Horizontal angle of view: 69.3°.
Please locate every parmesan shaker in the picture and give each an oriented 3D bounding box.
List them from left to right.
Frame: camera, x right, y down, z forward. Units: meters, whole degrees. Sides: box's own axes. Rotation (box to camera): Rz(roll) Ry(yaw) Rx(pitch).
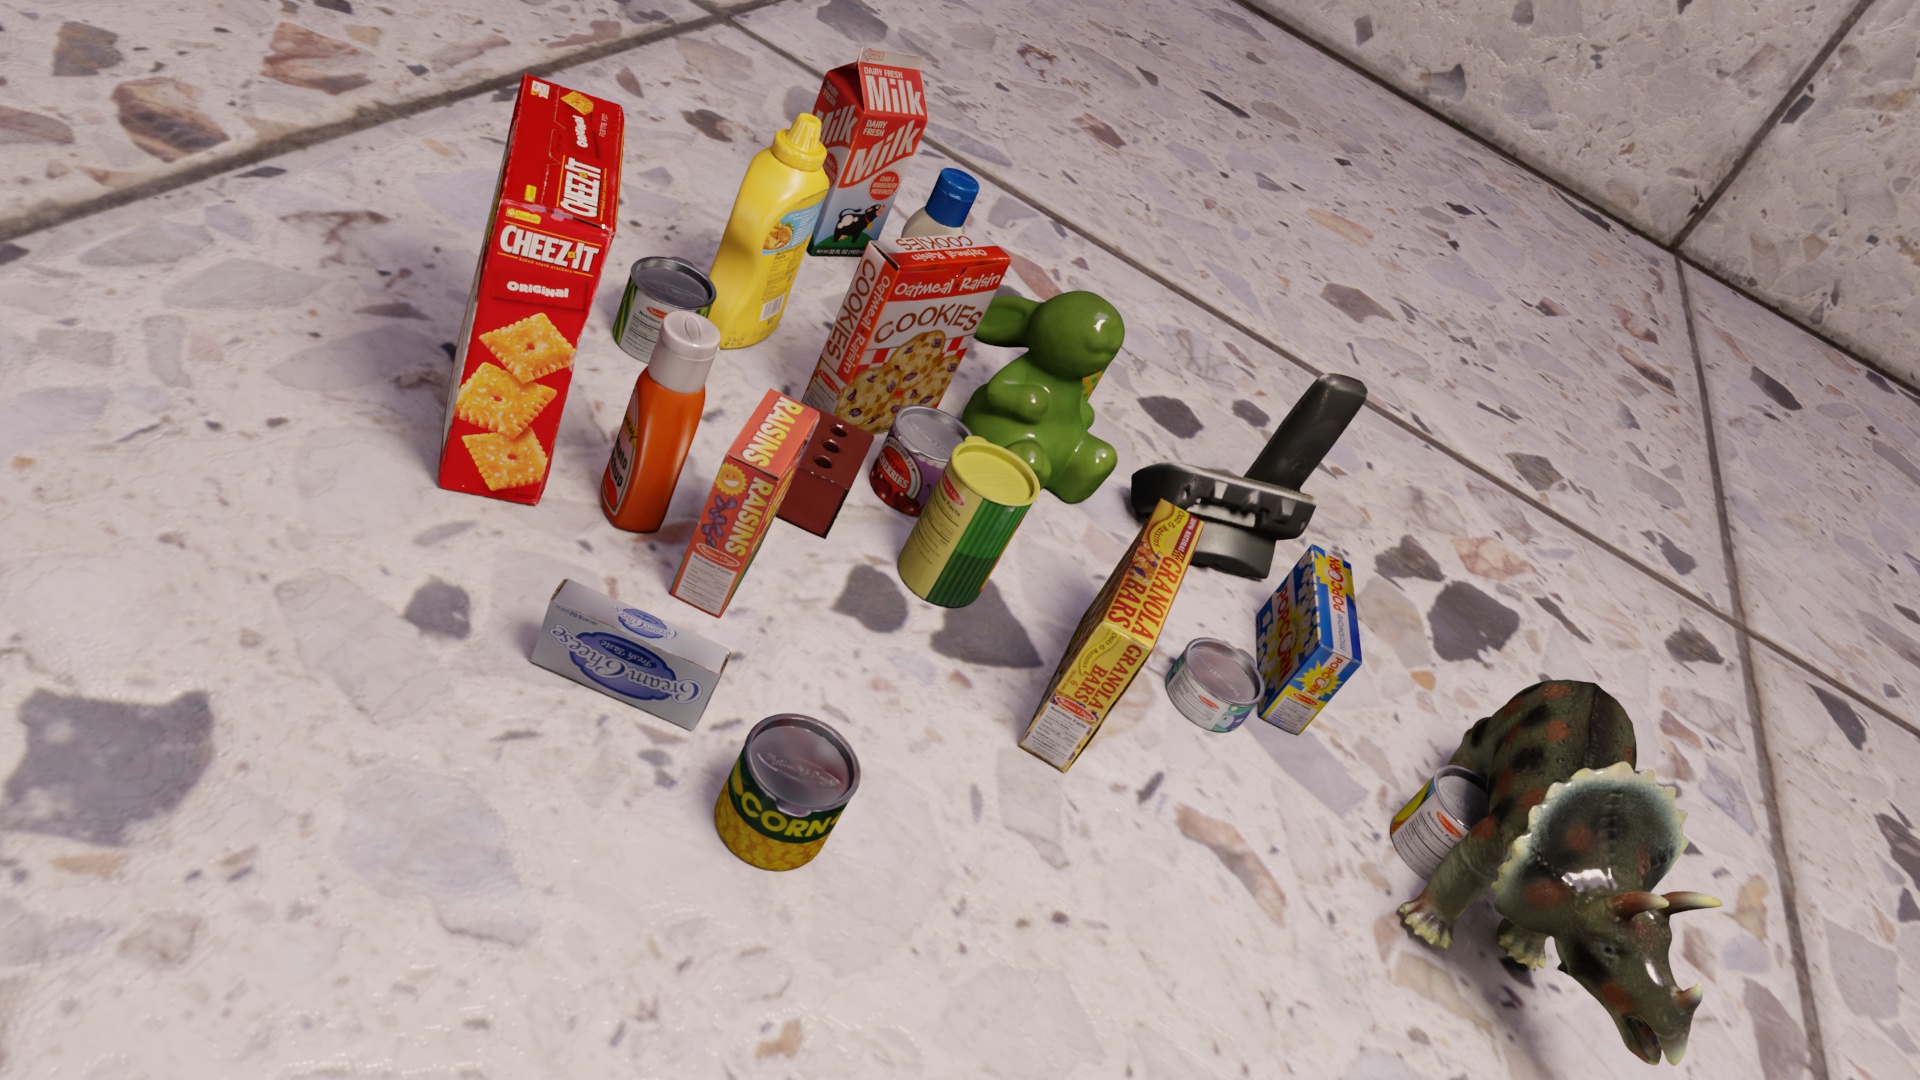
[{"bbox_3d":[0.003,-0.012,0.979,0.071,0.102,0.072,18,37,-14],"label":"parmesan shaker"}]

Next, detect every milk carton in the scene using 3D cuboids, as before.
[{"bbox_3d":[-0.093,-0.356,1.258,0.072,0.189,0.073,-8,49,-40],"label":"milk carton"}]

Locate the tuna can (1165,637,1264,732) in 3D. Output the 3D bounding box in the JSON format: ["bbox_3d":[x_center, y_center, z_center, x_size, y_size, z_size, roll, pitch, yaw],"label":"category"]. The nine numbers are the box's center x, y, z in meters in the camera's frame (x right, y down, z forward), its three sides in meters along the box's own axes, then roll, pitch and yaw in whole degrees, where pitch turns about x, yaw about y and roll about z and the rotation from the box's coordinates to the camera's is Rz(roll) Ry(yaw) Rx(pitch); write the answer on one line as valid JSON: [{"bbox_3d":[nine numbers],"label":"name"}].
[{"bbox_3d":[0.187,0.105,1.019,0.071,0.032,0.071,18,37,-14],"label":"tuna can"}]

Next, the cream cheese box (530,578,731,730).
[{"bbox_3d":[-0.189,0.066,0.796,0.104,0.053,0.024,24,36,-6],"label":"cream cheese box"}]

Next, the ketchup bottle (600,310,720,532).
[{"bbox_3d":[-0.191,-0.077,0.888,0.043,0.148,0.065,7,41,-28],"label":"ketchup bottle"}]

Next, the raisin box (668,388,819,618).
[{"bbox_3d":[-0.136,-0.023,0.881,0.040,0.122,0.086,26,36,-4],"label":"raisin box"}]

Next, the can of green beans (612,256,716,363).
[{"bbox_3d":[-0.226,-0.174,1.061,0.071,0.057,0.071,18,37,-14],"label":"can of green beans"}]

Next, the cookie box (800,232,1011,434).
[{"bbox_3d":[-0.044,-0.155,1.066,0.123,0.166,0.040,-17,56,-45],"label":"cookie box"}]

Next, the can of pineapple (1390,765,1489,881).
[{"bbox_3d":[0.350,0.203,0.987,0.071,0.057,0.071,18,37,-14],"label":"can of pineapple"}]

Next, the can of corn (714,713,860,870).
[{"bbox_3d":[-0.096,0.141,0.764,0.071,0.058,0.071,18,37,-14],"label":"can of corn"}]

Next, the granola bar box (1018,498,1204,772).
[{"bbox_3d":[0.105,0.061,0.939,0.039,0.123,0.166,31,36,3],"label":"granola bar box"}]

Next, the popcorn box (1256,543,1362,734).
[{"bbox_3d":[0.264,0.075,1.062,0.038,0.084,0.127,24,36,-6],"label":"popcorn box"}]

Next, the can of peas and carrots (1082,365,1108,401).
[{"bbox_3d":[0.096,-0.156,1.253,0.071,0.058,0.071,18,37,-14],"label":"can of peas and carrots"}]

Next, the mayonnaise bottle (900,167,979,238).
[{"bbox_3d":[-0.028,-0.253,1.212,0.065,0.147,0.041,22,36,-10],"label":"mayonnaise bottle"}]

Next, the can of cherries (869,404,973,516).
[{"bbox_3d":[-0.031,-0.060,1.051,0.071,0.058,0.072,18,37,-14],"label":"can of cherries"}]
